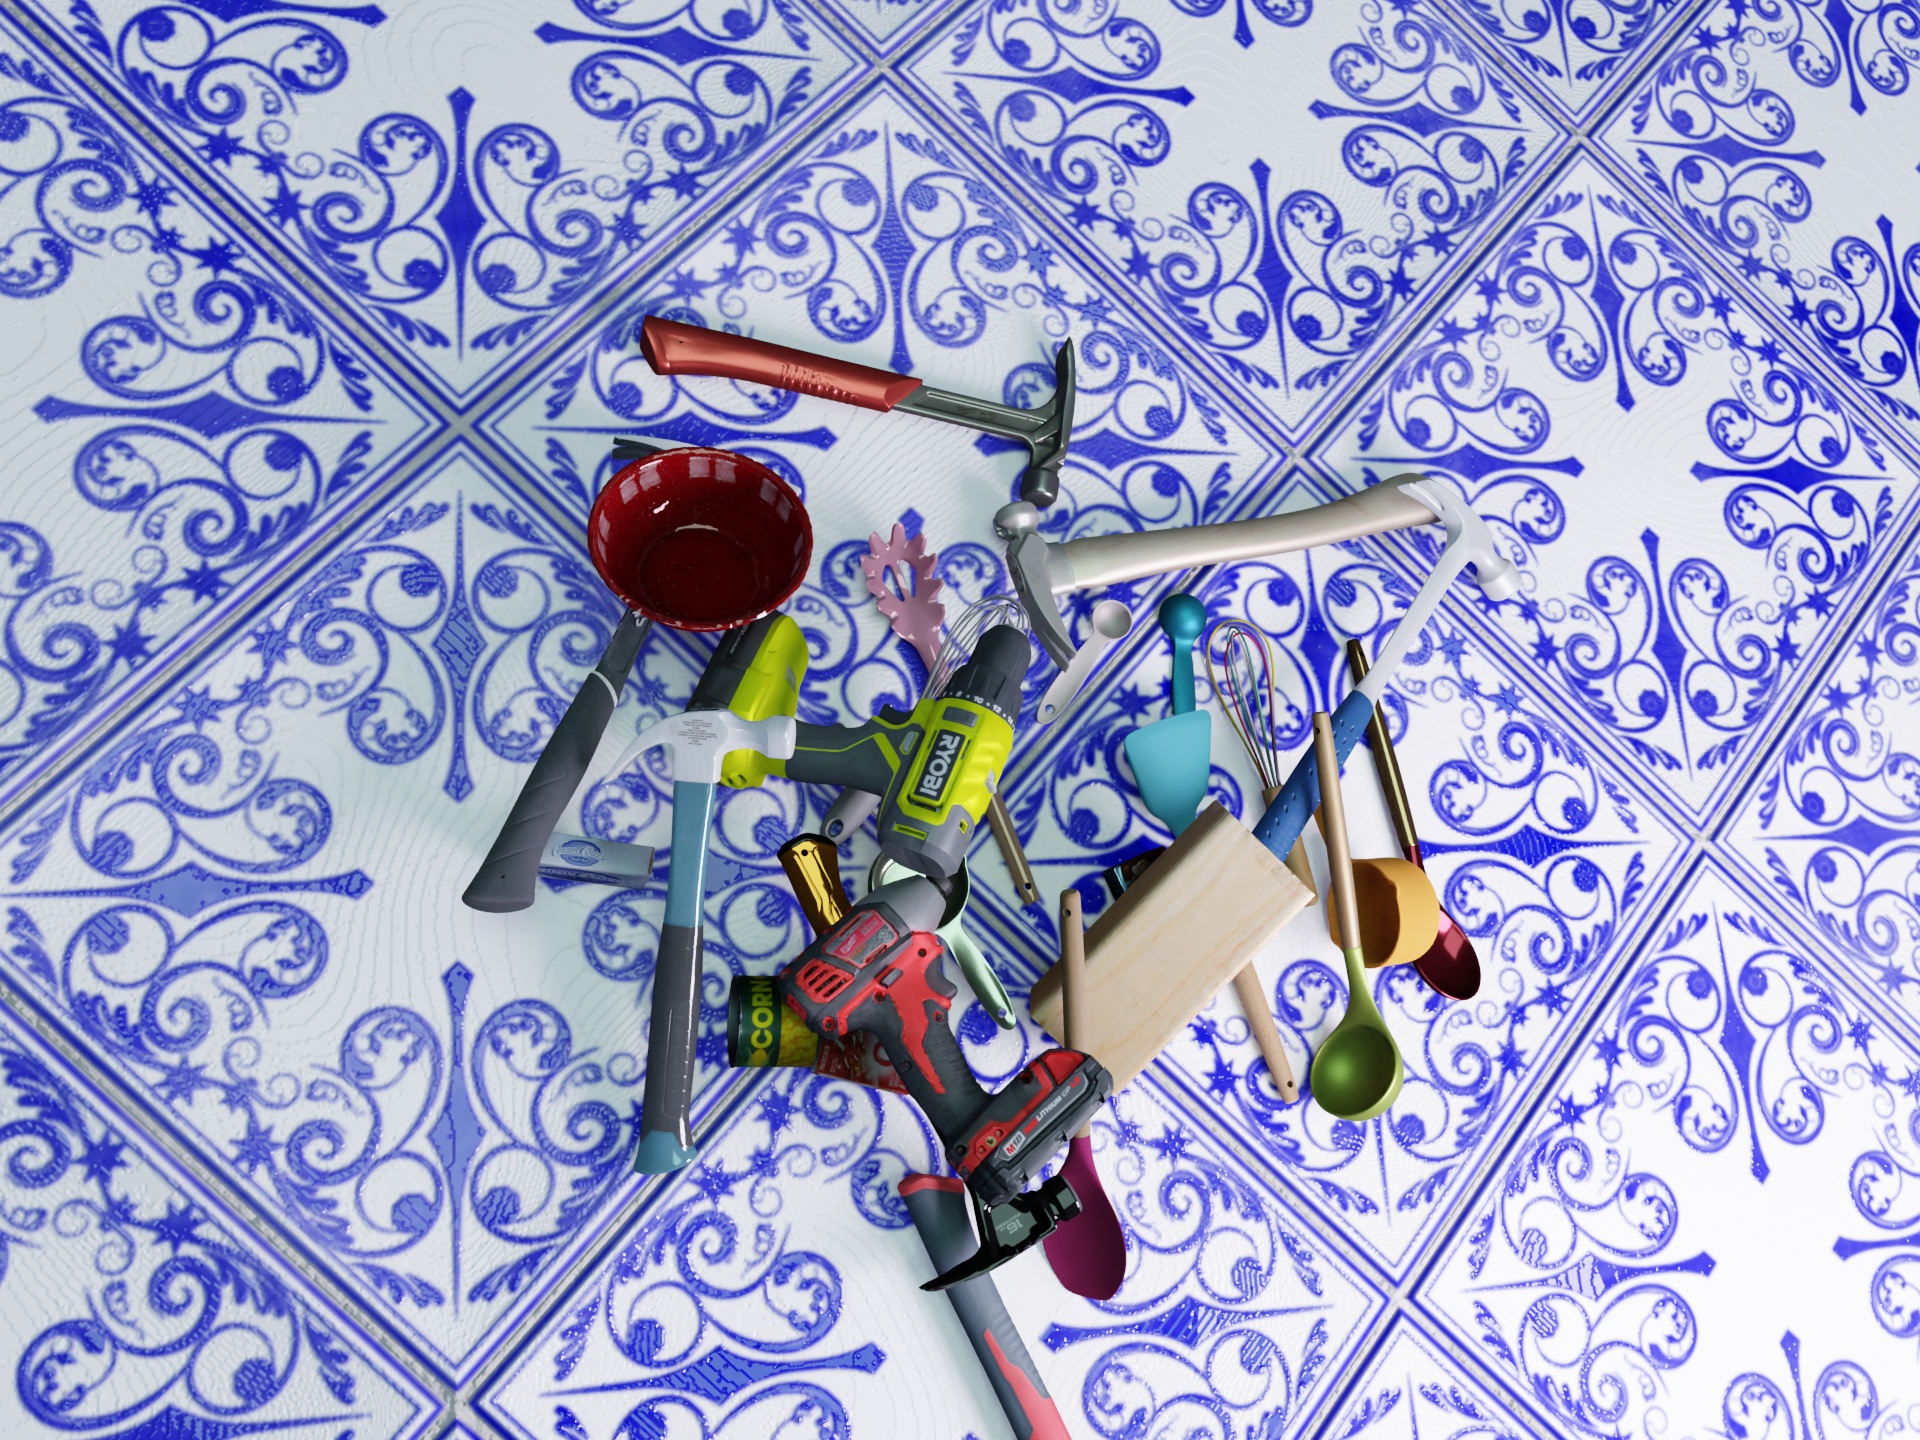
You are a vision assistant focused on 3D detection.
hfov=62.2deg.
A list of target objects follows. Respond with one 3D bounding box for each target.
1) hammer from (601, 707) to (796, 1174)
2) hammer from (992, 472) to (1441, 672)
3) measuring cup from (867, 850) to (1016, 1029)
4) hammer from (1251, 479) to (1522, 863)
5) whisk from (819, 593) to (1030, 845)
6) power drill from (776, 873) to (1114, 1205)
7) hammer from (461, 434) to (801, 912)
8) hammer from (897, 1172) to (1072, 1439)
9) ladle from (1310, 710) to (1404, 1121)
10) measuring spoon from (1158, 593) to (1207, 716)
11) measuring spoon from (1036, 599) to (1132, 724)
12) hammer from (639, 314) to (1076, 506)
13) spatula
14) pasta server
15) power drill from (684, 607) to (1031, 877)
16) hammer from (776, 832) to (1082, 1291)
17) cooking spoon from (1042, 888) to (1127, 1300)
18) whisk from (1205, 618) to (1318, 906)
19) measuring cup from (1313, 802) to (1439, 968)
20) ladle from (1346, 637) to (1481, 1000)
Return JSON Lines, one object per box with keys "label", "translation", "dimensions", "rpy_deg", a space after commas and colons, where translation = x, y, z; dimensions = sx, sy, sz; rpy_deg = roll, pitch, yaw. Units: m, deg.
{"label": "hammer", "translation": [-0.193, 0.155, 1.108], "dimensions": [0.128, 0.033, 0.331], "rpy_deg": [6, 95, 3]}
{"label": "hammer", "translation": [0.238, -0.144, 1.340], "dimensions": [0.410, 0.038, 0.146], "rpy_deg": [-12, 66, -19]}
{"label": "measuring cup", "translation": [-0.010, 0.164, 1.210], "dimensions": [0.083, 0.038, 0.167], "rpy_deg": [-32, 88, -20]}
{"label": "hammer", "translation": [0.333, -0.028, 1.313], "dimensions": [0.144, 0.035, 0.405], "rpy_deg": [47, 66, -21]}
{"label": "whisk", "translation": [-0.029, 0.001, 1.219], "dimensions": [0.055, 0.055, 0.239], "rpy_deg": [38, 88, -3]}
{"label": "power drill", "translation": [-0.006, 0.210, 1.095], "dimensions": [0.143, 0.078, 0.220], "rpy_deg": [-41, 75, -19]}
{"label": "hammer", "translation": [-0.258, -0.042, 1.165], "dimensions": [0.149, 0.036, 0.409], "rpy_deg": [24, 62, -5]}
{"label": "hammer", "translation": [0.041, 0.509, 1.136], "dimensions": [0.143, 0.038, 0.386], "rpy_deg": [-26, 84, -17]}
{"label": "ladle", "translation": [0.294, 0.153, 1.239], "dimensions": [0.062, 0.078, 0.320], "rpy_deg": [-12, 95, -41]}
{"label": "measuring spoon", "translation": [0.189, -0.047, 1.321], "dimensions": [0.042, 0.021, 0.129], "rpy_deg": [5, 73, -13]}
{"label": "measuring spoon", "translation": [0.098, -0.046, 1.305], "dimensions": [0.034, 0.018, 0.124], "rpy_deg": [36, 77, 1]}
{"label": "hammer", "translation": [-0.080, -0.283, 1.303], "dimensions": [0.359, 0.036, 0.149], "rpy_deg": [11, 74, -12]}
{"label": "spatula", "translation": [0.211, 0.151, 1.267], "dimensions": [0.082, 0.044, 0.317], "rpy_deg": [-17, 82, -22]}
{"label": "pasta server", "translation": [-0.002, -0.004, 1.253], "dimensions": [0.060, 0.040, 0.316], "rpy_deg": [-21, 84, -6]}
{"label": "power drill", "translation": [-0.070, -0.004, 1.161], "dimensions": [0.228, 0.080, 0.191], "rpy_deg": [16, 68, 19]}
{"label": "hammer", "translation": [-0.048, 0.236, 1.146], "dimensions": [0.127, 0.034, 0.337], "rpy_deg": [-27, 81, -17]}
{"label": "cooking spoon", "translation": [0.085, 0.273, 1.141], "dimensions": [0.017, 0.069, 0.318], "rpy_deg": [-26, 117, -58]}
{"label": "whisk", "translation": [0.256, 0.033, 1.310], "dimensions": [0.047, 0.051, 0.245], "rpy_deg": [-12, 83, -23]}
{"label": "measuring cup", "translation": [0.332, 0.118, 1.298], "dimensions": [0.052, 0.095, 0.174], "rpy_deg": [-1, 57, -25]}
{"label": "ladle", "translation": [0.370, 0.081, 1.335], "dimensions": [0.069, 0.031, 0.315], "rpy_deg": [-5, 75, -31]}
